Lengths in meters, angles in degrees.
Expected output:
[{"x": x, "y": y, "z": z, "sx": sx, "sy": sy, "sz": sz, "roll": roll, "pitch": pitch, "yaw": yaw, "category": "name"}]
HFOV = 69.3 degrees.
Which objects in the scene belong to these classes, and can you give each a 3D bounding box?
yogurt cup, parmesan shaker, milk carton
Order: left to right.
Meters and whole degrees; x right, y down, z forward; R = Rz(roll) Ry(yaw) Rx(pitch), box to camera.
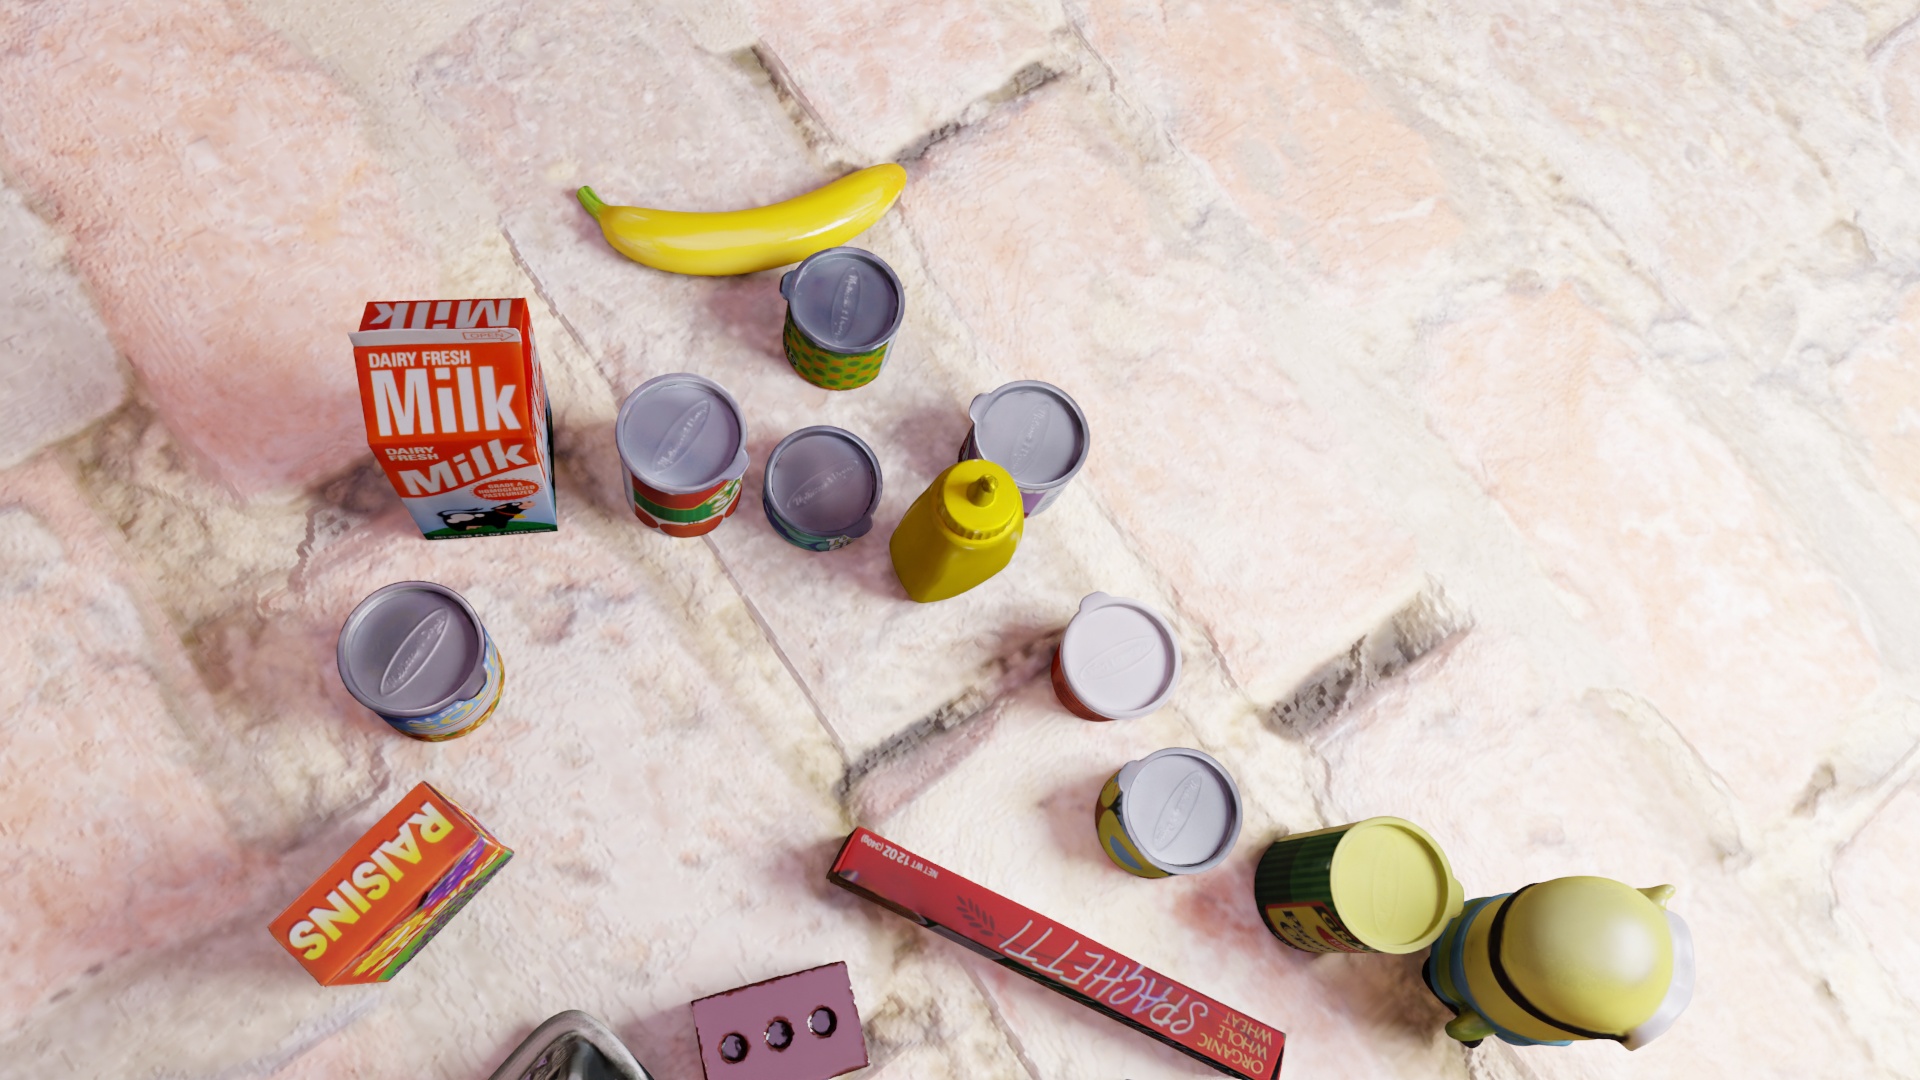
[{"x": -0.242, "y": -0.063, "z": 0.679, "sx": 0.072, "sy": 0.190, "sz": 0.073, "roll": -4, "pitch": 74, "yaw": -12, "category": "milk carton"}, {"x": 0.083, "y": 0.070, "z": 0.771, "sx": 0.072, "sy": 0.053, "sz": 0.072, "roll": 3, "pitch": 72, "yaw": -10, "category": "yogurt cup"}, {"x": 0.207, "y": 0.185, "z": 0.732, "sx": 0.071, "sy": 0.102, "sz": 0.071, "roll": 3, "pitch": 73, "yaw": -10, "category": "parmesan shaker"}]

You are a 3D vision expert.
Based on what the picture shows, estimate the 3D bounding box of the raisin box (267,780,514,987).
[{"x": -0.257, "y": 0.161, "z": 0.641, "sx": 0.040, "sy": 0.123, "sz": 0.086, "roll": 43, "pitch": 71, "yaw": 4, "category": "raisin box"}]

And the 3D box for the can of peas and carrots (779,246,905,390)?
[{"x": -0.071, "y": -0.127, "z": 0.802, "sx": 0.071, "sy": 0.058, "sz": 0.071, "roll": 3, "pitch": 72, "yaw": -10, "category": "can of peas and carrots"}]

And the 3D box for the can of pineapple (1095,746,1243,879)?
[{"x": 0.110, "y": 0.147, "z": 0.750, "sx": 0.071, "sy": 0.057, "sz": 0.071, "roll": 3, "pitch": 72, "yaw": -10, "category": "can of pineapple"}]

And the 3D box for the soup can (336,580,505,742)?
[{"x": -0.263, "y": 0.064, "z": 0.691, "sx": 0.071, "sy": 0.083, "sz": 0.071, "roll": 3, "pitch": 73, "yaw": -10, "category": "soup can"}]

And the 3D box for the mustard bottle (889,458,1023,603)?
[{"x": 0.003, "y": -0.009, "z": 0.725, "sx": 0.065, "sy": 0.159, "sz": 0.049, "roll": -22, "pitch": 79, "yaw": -16, "category": "mustard bottle"}]

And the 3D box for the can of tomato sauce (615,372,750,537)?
[{"x": -0.148, "y": -0.043, "z": 0.748, "sx": 0.071, "sy": 0.083, "sz": 0.071, "roll": 3, "pitch": 73, "yaw": -10, "category": "can of tomato sauce"}]

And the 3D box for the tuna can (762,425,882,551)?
[{"x": -0.077, "y": -0.027, "z": 0.783, "sx": 0.071, "sy": 0.032, "sz": 0.071, "roll": 3, "pitch": 72, "yaw": -10, "category": "tuna can"}]

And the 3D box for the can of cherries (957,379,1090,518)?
[{"x": 0.033, "y": -0.053, "z": 0.798, "sx": 0.071, "sy": 0.058, "sz": 0.071, "roll": 3, "pitch": 72, "yaw": -10, "category": "can of cherries"}]

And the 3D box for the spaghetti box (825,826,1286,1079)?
[{"x": 0.049, "y": 0.216, "z": 0.721, "sx": 0.250, "sy": 0.050, "sz": 0.029, "roll": 26, "pitch": 70, "yaw": -2, "category": "spaghetti box"}]
